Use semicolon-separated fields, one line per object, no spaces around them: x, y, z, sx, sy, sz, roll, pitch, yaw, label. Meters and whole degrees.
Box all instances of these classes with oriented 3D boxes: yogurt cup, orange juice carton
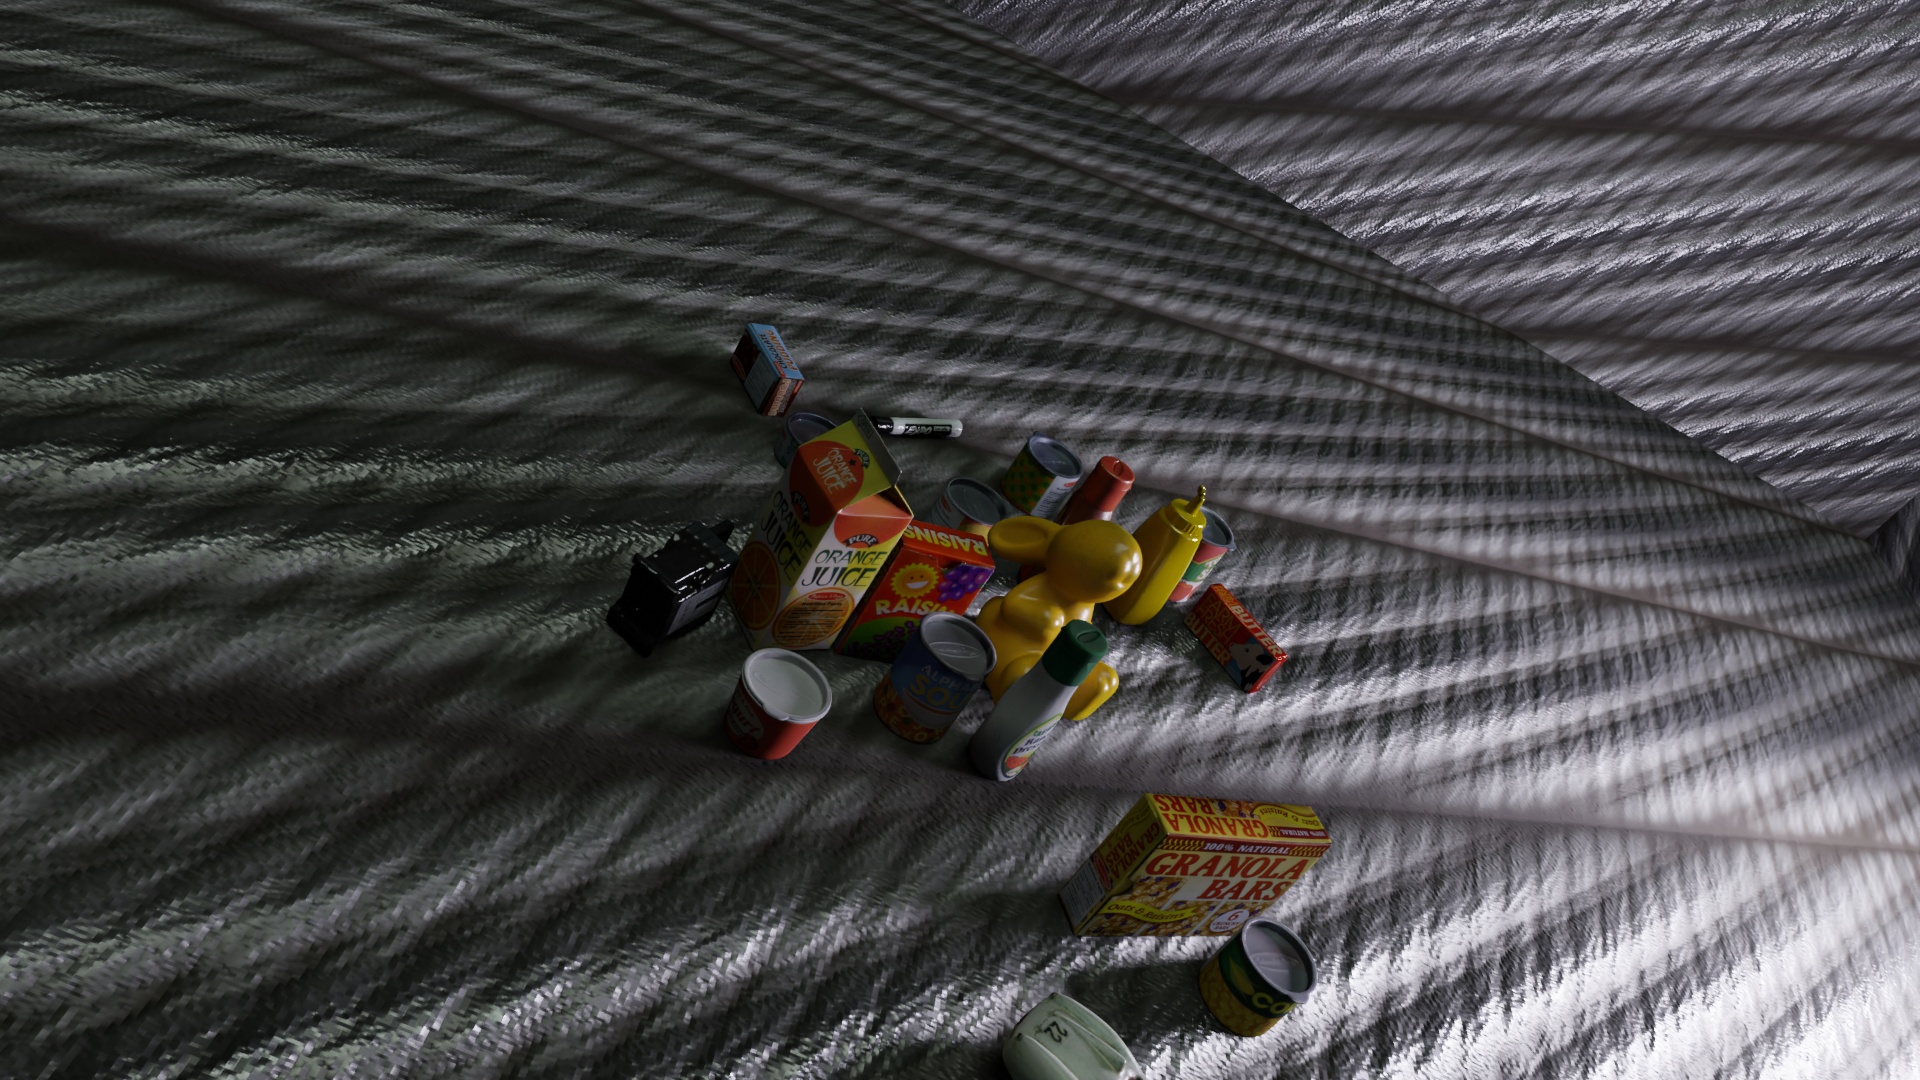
-0.133;0.118;0.987;0.072;0.053;0.073;23;33;-16;yogurt cup
-0.102;-0.006;1.051;0.073;0.191;0.072;2;43;-41;orange juice carton

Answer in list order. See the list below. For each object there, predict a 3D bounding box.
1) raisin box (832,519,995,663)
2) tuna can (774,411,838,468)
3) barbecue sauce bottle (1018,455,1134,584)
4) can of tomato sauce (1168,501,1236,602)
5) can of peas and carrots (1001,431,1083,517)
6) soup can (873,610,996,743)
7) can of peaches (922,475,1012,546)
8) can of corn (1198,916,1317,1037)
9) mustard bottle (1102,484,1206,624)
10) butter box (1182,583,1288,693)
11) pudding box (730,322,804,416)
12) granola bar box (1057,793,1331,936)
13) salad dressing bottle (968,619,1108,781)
-0.040;0.043;1.105;0.086;0.122;0.040;14;36;-29;raisin box
-0.134;-0.085;1.282;0.071;0.032;0.071;23;33;-16;tuna can
0.108;-0.012;1.289;0.043;0.147;0.065;31;31;-4;barbecue sauce bottle
0.232;0.014;1.426;0.071;0.082;0.071;23;33;-16;can of tomato sauce
0.082;-0.067;1.426;0.071;0.058;0.071;23;33;-16;can of peas and carrots
-0.020;0.108;1.072;0.071;0.083;0.072;23;33;-16;soup can
0.005;-0.016;1.288;0.071;0.057;0.071;23;33;-16;can of peaches
0.218;0.322;1.018;0.071;0.058;0.071;23;33;-16;can of corn
0.192;0.009;1.323;0.049;0.159;0.065;9;39;-34;mustard bottle
0.271;0.096;1.377;0.024;0.053;0.104;-6;49;-46;butter box
-0.186;-0.164;1.327;0.030;0.049;0.084;2;43;-40;pudding box
0.173;0.243;1.024;0.166;0.123;0.039;11;38;-32;granola bar box
0.059;0.122;1.063;0.064;0.147;0.044;-12;53;-49;salad dressing bottle
